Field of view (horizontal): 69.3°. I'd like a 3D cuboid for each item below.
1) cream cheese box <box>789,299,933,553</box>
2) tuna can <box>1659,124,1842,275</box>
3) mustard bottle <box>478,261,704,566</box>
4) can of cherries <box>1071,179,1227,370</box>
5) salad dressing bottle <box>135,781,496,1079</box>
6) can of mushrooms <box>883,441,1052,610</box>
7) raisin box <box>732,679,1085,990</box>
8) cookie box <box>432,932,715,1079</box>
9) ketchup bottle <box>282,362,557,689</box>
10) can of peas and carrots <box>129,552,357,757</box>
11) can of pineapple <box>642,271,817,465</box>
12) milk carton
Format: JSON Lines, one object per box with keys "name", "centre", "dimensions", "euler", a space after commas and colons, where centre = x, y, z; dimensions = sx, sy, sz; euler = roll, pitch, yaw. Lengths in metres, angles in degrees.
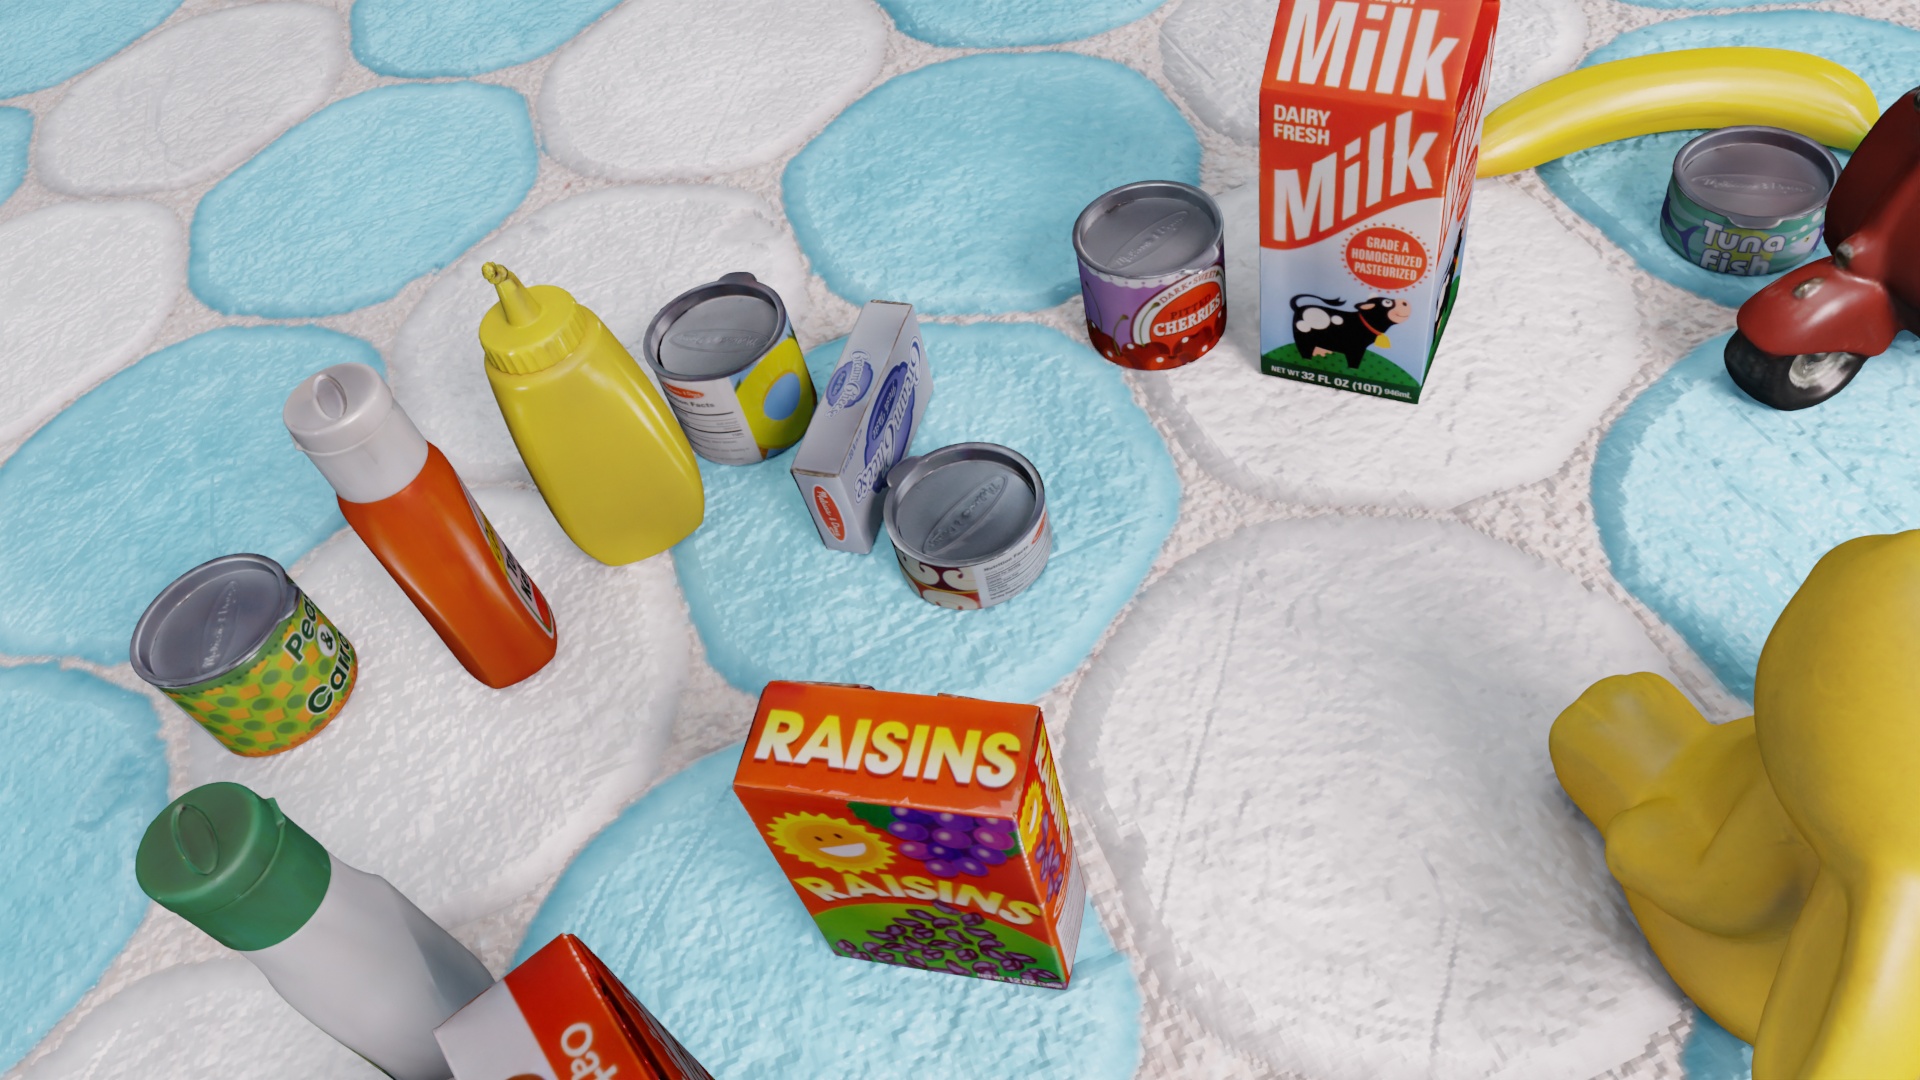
{"name": "cream cheese box", "centre": [-0.041, -0.050, 0.604], "dimensions": [0.024, 0.053, 0.104], "euler": [6, 53, 18]}
{"name": "tuna can", "centre": [0.345, -0.148, 0.609], "dimensions": [0.071, 0.032, 0.071], "euler": [-6, 50, 8]}
{"name": "mustard bottle", "centre": [-0.155, -0.056, 0.565], "dimensions": [0.065, 0.159, 0.049], "euler": [-26, 51, -8]}
{"name": "can of cherries", "centre": [0.088, -0.118, 0.627], "dimensions": [0.071, 0.058, 0.072], "euler": [-6, 51, 8]}
{"name": "salad dressing bottle", "centre": [-0.196, 0.126, 0.435], "dimensions": [0.044, 0.147, 0.064], "euler": [-37, 53, -16]}
{"name": "can of mushrooms", "centre": [0.002, -0.007, 0.573], "dimensions": [0.071, 0.033, 0.071], "euler": [-6, 50, 8]}
{"name": "raisin box", "centre": [-0.010, 0.094, 0.435], "dimensions": [0.086, 0.122, 0.040], "euler": [4, 53, 16]}
{"name": "cookie box", "centre": [-0.054, 0.182, 0.344], "dimensions": [0.040, 0.166, 0.123], "euler": [-36, 53, -16]}
{"name": "ketchup bottle", "centre": [-0.209, -0.005, 0.543], "dimensions": [0.043, 0.148, 0.065], "euler": [-32, 52, -13]}
{"name": "can of peas and carrots", "centre": [-0.294, 0.048, 0.579], "dimensions": [0.071, 0.058, 0.071], "euler": [-6, 51, 8]}
{"name": "can of pineapple", "centre": [-0.103, -0.078, 0.639], "dimensions": [0.071, 0.057, 0.071], "euler": [-6, 51, 8]}
{"name": "milk carton", "centre": [0.163, -0.149, 0.549], "dimensions": [0.072, 0.189, 0.074], "euler": [15, 56, 23]}
